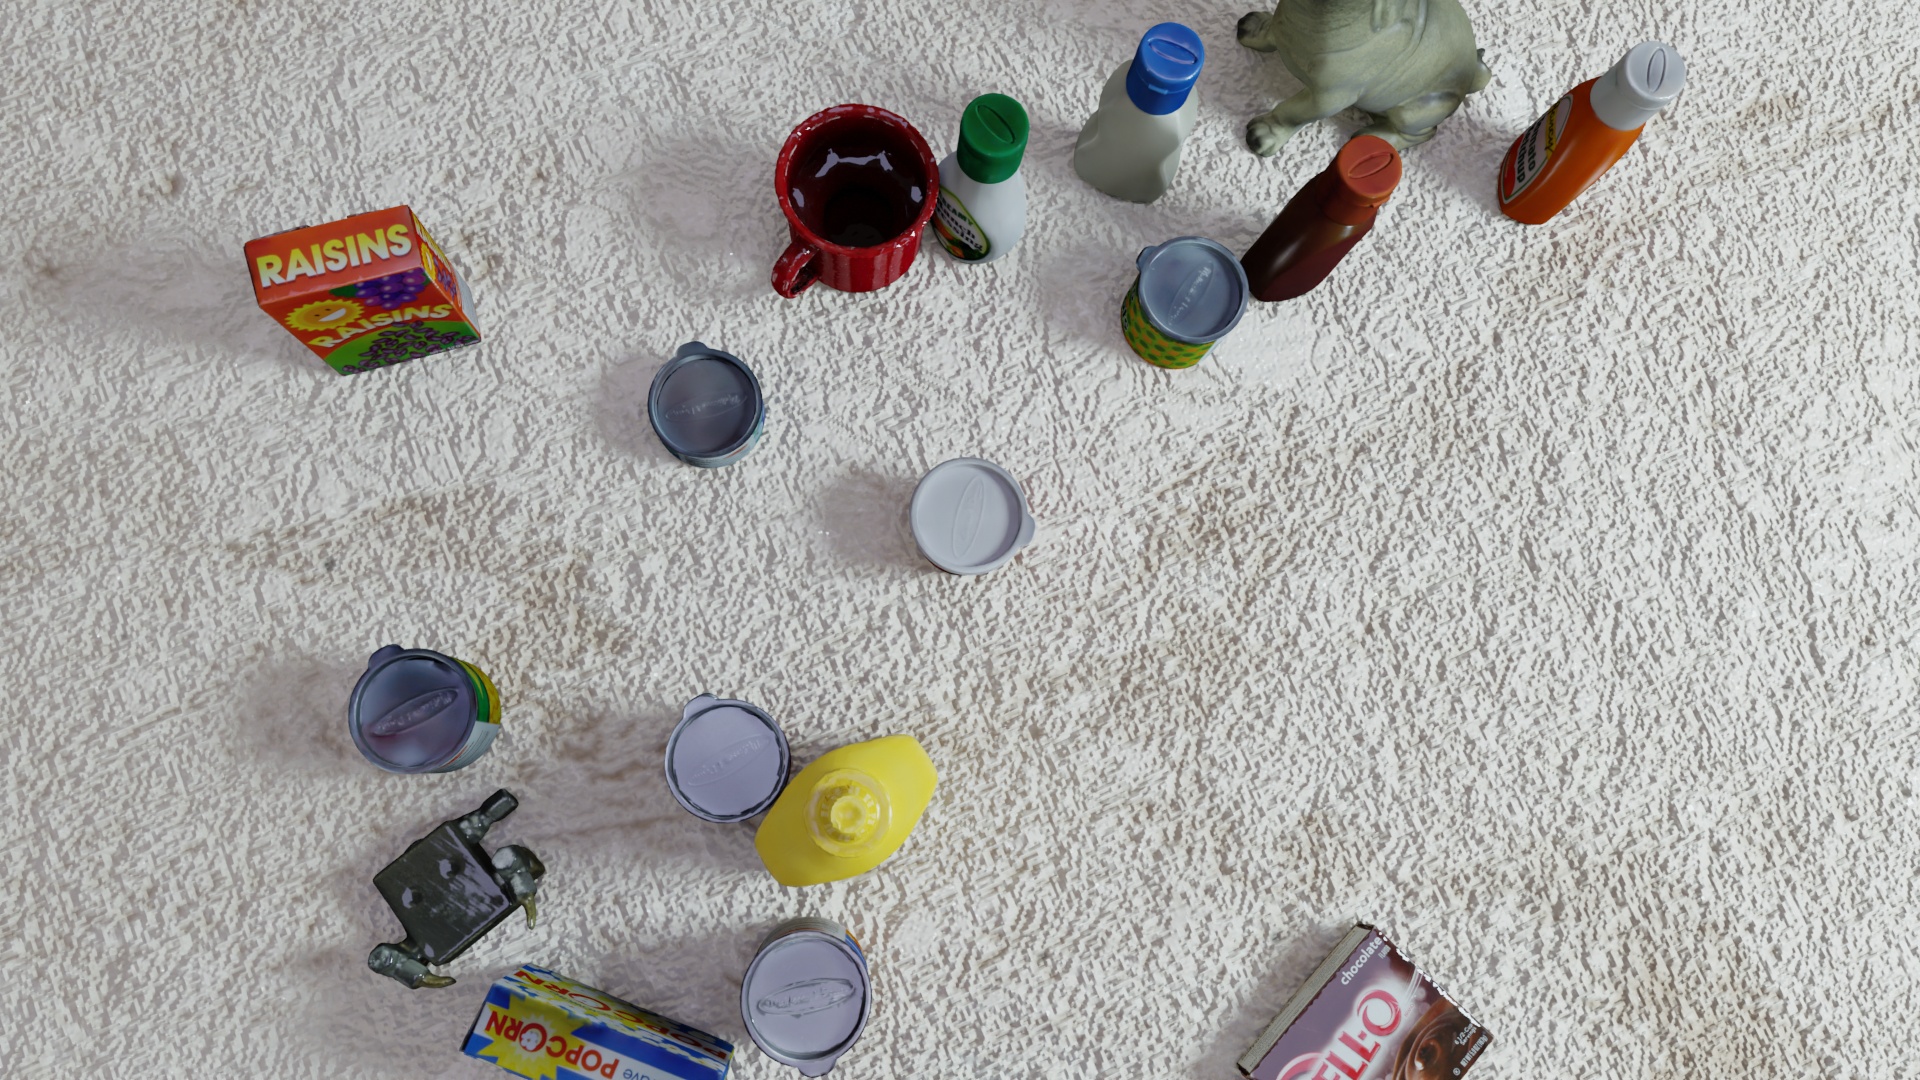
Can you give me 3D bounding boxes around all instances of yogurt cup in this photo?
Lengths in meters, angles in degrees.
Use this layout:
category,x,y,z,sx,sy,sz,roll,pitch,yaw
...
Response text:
category,x,y,z,sx,sy,sz,roll,pitch,yaw
yogurt cup,0.003,-0.010,0.807,0.072,0.054,0.072,1,80,-5

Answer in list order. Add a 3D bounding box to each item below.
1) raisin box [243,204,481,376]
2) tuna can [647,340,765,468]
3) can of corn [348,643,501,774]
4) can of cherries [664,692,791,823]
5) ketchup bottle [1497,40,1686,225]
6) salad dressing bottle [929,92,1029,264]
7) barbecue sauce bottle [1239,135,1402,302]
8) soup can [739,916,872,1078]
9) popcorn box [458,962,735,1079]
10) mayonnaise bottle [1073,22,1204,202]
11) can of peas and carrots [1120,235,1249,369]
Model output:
category,x,y,z,sx,sy,sz,roll,pitch,yaw
raisin box,-0.324,-0.136,0.766,0.086,0.123,0.040,-15,82,-7
tuna can,-0.149,-0.079,0.817,0.071,0.032,0.071,1,80,-5
can of corn,-0.292,0.092,0.760,0.071,0.058,0.071,1,80,-5
can of cherries,-0.128,0.120,0.769,0.071,0.058,0.071,1,80,-5
ketchup bottle,0.377,-0.246,0.834,0.043,0.148,0.065,16,79,-2
salad dressing bottle,0.012,-0.206,0.796,0.044,0.147,0.064,-42,86,-10
barbecue sauce bottle,0.212,-0.186,0.809,0.065,0.148,0.043,-26,83,-9
soup can,-0.081,0.240,0.738,0.071,0.083,0.071,1,80,-5
popcorn box,-0.184,0.265,0.723,0.127,0.085,0.038,22,79,-1
mayonnaise bottle,0.108,-0.248,0.812,0.065,0.148,0.041,22,79,-1
can of peas and carrots,0.132,-0.144,0.840,0.071,0.058,0.071,1,80,-5
